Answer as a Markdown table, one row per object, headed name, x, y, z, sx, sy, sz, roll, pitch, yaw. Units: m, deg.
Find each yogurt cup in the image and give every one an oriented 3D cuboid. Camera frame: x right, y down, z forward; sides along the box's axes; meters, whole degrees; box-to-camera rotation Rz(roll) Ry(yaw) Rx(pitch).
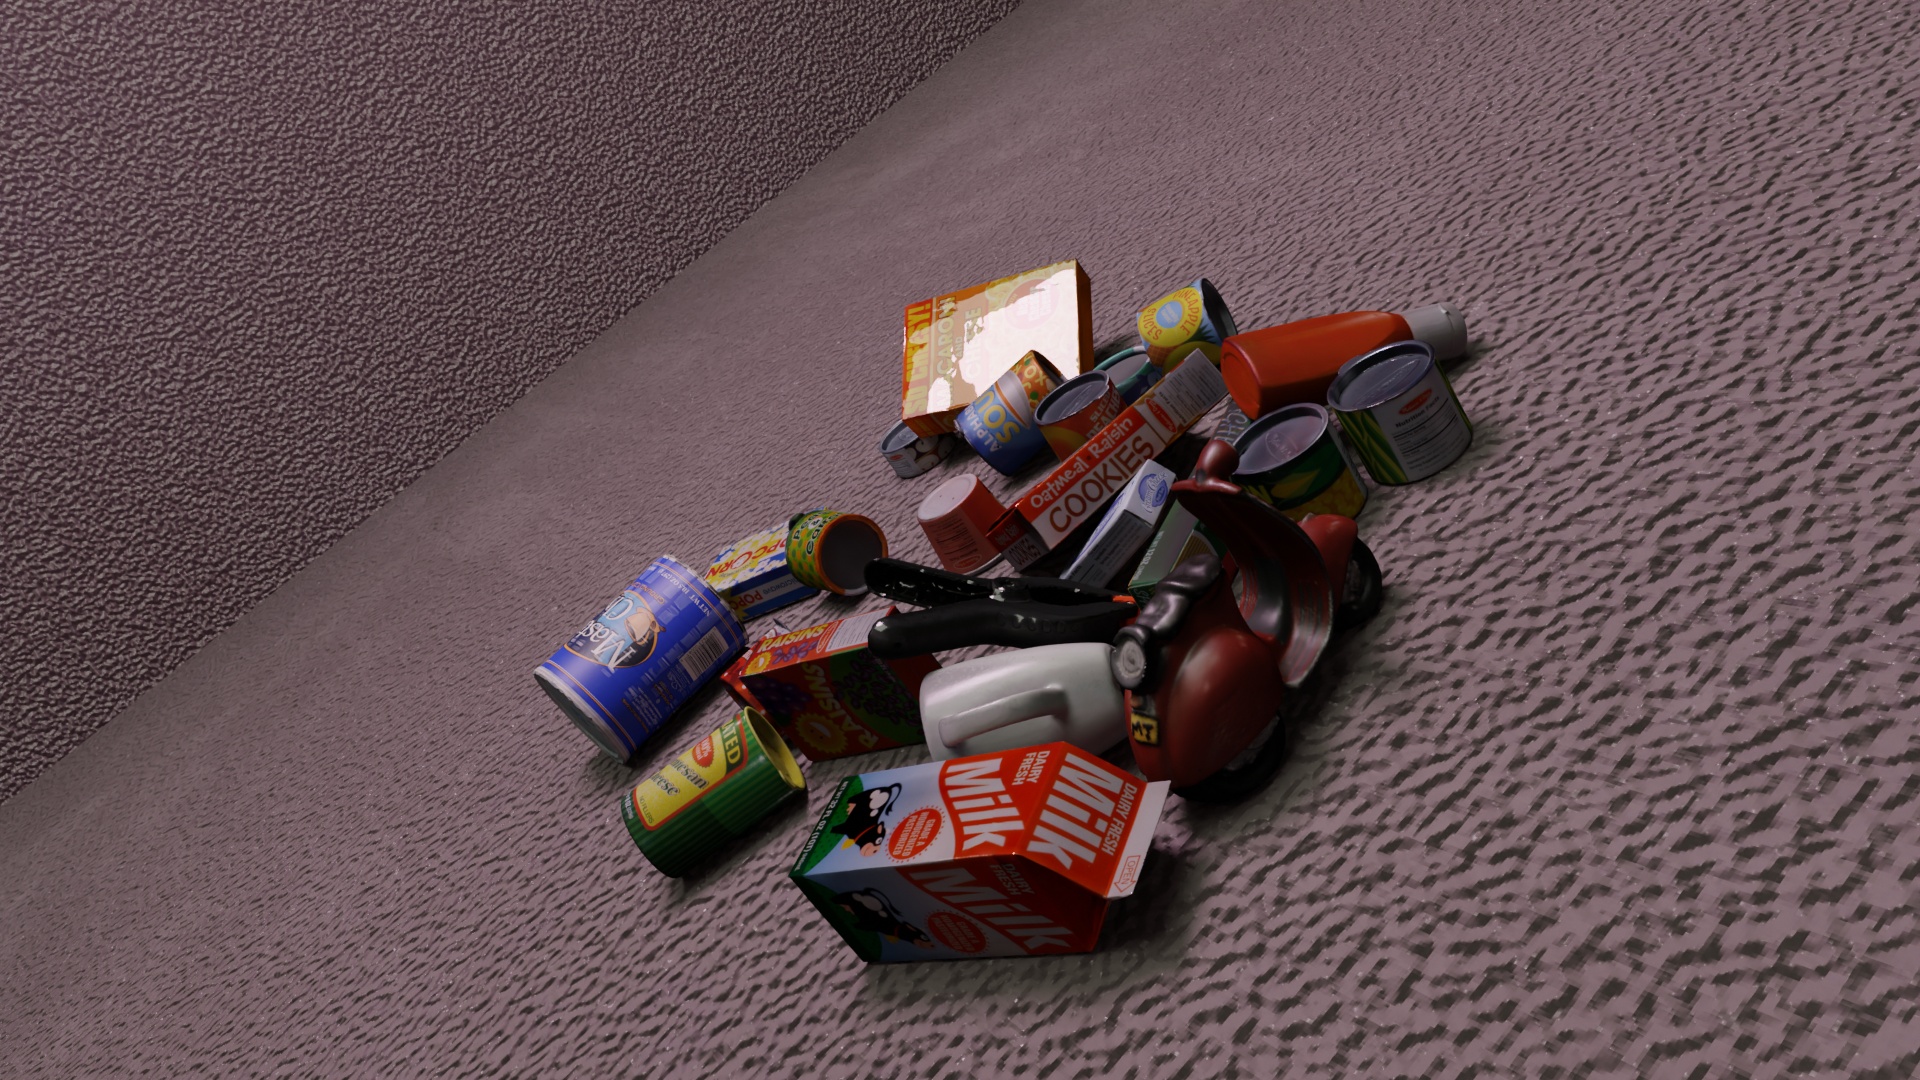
| name | x | y | z | sx | sy | sz | roll | pitch | yaw |
| --- | --- | --- | --- | --- | --- | --- | --- | --- | --- |
| yogurt cup | 0.004 | -0.013 | 1.043 | 0.072 | 0.054 | 0.073 | -30 | 24 | 15 |

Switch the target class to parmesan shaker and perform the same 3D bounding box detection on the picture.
| name | x | y | z | sx | sy | sz | roll | pitch | yaw |
| --- | --- | --- | --- | --- | --- | --- | --- | --- | --- |
| parmesan shaker | -0.162 | 0.167 | 0.910 | 0.103 | 0.071 | 0.071 | -36 | 23 | 0 |

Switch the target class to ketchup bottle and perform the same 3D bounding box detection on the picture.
| name | x | y | z | sx | sy | sz | roll | pitch | yaw |
| --- | --- | --- | --- | --- | --- | --- | --- | --- | --- |
| ketchup bottle | 0.244 | -0.118 | 0.876 | 0.149 | 0.043 | 0.065 | -14 | 43 | -9 |

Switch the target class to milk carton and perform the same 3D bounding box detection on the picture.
| name | x | y | z | sx | sy | sz | roll | pitch | yaw |
| --- | --- | --- | --- | --- | --- | --- | --- | --- | --- |
| milk carton | 0.015 | 0.156 | 0.689 | 0.190 | 0.073 | 0.073 | -16 | 30 | 36 |

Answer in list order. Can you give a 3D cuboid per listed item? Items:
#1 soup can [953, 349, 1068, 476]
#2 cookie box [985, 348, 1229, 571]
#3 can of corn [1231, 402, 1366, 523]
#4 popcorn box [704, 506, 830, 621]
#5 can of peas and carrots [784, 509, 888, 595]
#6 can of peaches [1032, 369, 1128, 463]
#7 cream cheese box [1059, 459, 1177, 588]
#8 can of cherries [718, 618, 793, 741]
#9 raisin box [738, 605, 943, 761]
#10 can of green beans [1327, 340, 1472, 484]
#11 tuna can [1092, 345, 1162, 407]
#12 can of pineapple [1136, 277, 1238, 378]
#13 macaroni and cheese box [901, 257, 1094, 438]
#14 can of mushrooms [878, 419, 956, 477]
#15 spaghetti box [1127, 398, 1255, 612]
| name | x | y | z | sx | sy | sz | roll | pitch | yaw |
| --- | --- | --- | --- | --- | --- | --- | --- | --- | --- |
| soup can | 0.047 | -0.103 | 1.115 | 0.083 | 0.071 | 0.071 | -42 | 21 | 16 |
| cookie box | 0.097 | -0.052 | 0.950 | 0.168 | 0.040 | 0.122 | -41 | -2 | -11 |
| can of corn | 0.198 | -0.038 | 0.827 | 0.071 | 0.058 | 0.071 | -29 | 25 | 15 |
| popcorn box | -0.168 | 0.026 | 1.216 | 0.126 | 0.038 | 0.085 | -21 | 28 | 29 |
| can of peas and carrots | -0.101 | 0.008 | 1.122 | 0.071 | 0.070 | 0.058 | -45 | 26 | -22 |
| can of peaches | 0.098 | -0.087 | 1.051 | 0.071 | 0.058 | 0.071 | -28 | 24 | 14 |
| cream cheese box | 0.096 | 0.000 | 0.877 | 0.103 | 0.024 | 0.054 | -55 | 3 | 45 |
| can of cherries | -0.130 | 0.100 | 0.987 | 0.058 | 0.071 | 0.071 | -43 | 25 | -16 |
| raisin box | -0.072 | 0.095 | 0.902 | 0.123 | 0.086 | 0.040 | -17 | 31 | 36 |
| can of green beans | 0.259 | -0.075 | 0.818 | 0.071 | 0.057 | 0.071 | -29 | 24 | 15 |
| tuna can | 0.130 | -0.122 | 1.107 | 0.071 | 0.032 | 0.071 | -28 | 24 | 14 |
| can of pineapple | 0.176 | -0.162 | 1.075 | 0.057 | 0.071 | 0.071 | -25 | 26 | 25 |
| macaroni and cheese box | 0.032 | -0.165 | 1.208 | 0.166 | 0.040 | 0.124 | -11 | 62 | 24 |
| can of mushrooms | -0.037 | -0.091 | 1.269 | 0.071 | 0.033 | 0.071 | -29 | 24 | 15 |
| spaghetti box | 0.171 | -0.037 | 0.872 | 0.028 | 0.050 | 0.251 | -10 | 34 | 41 |
